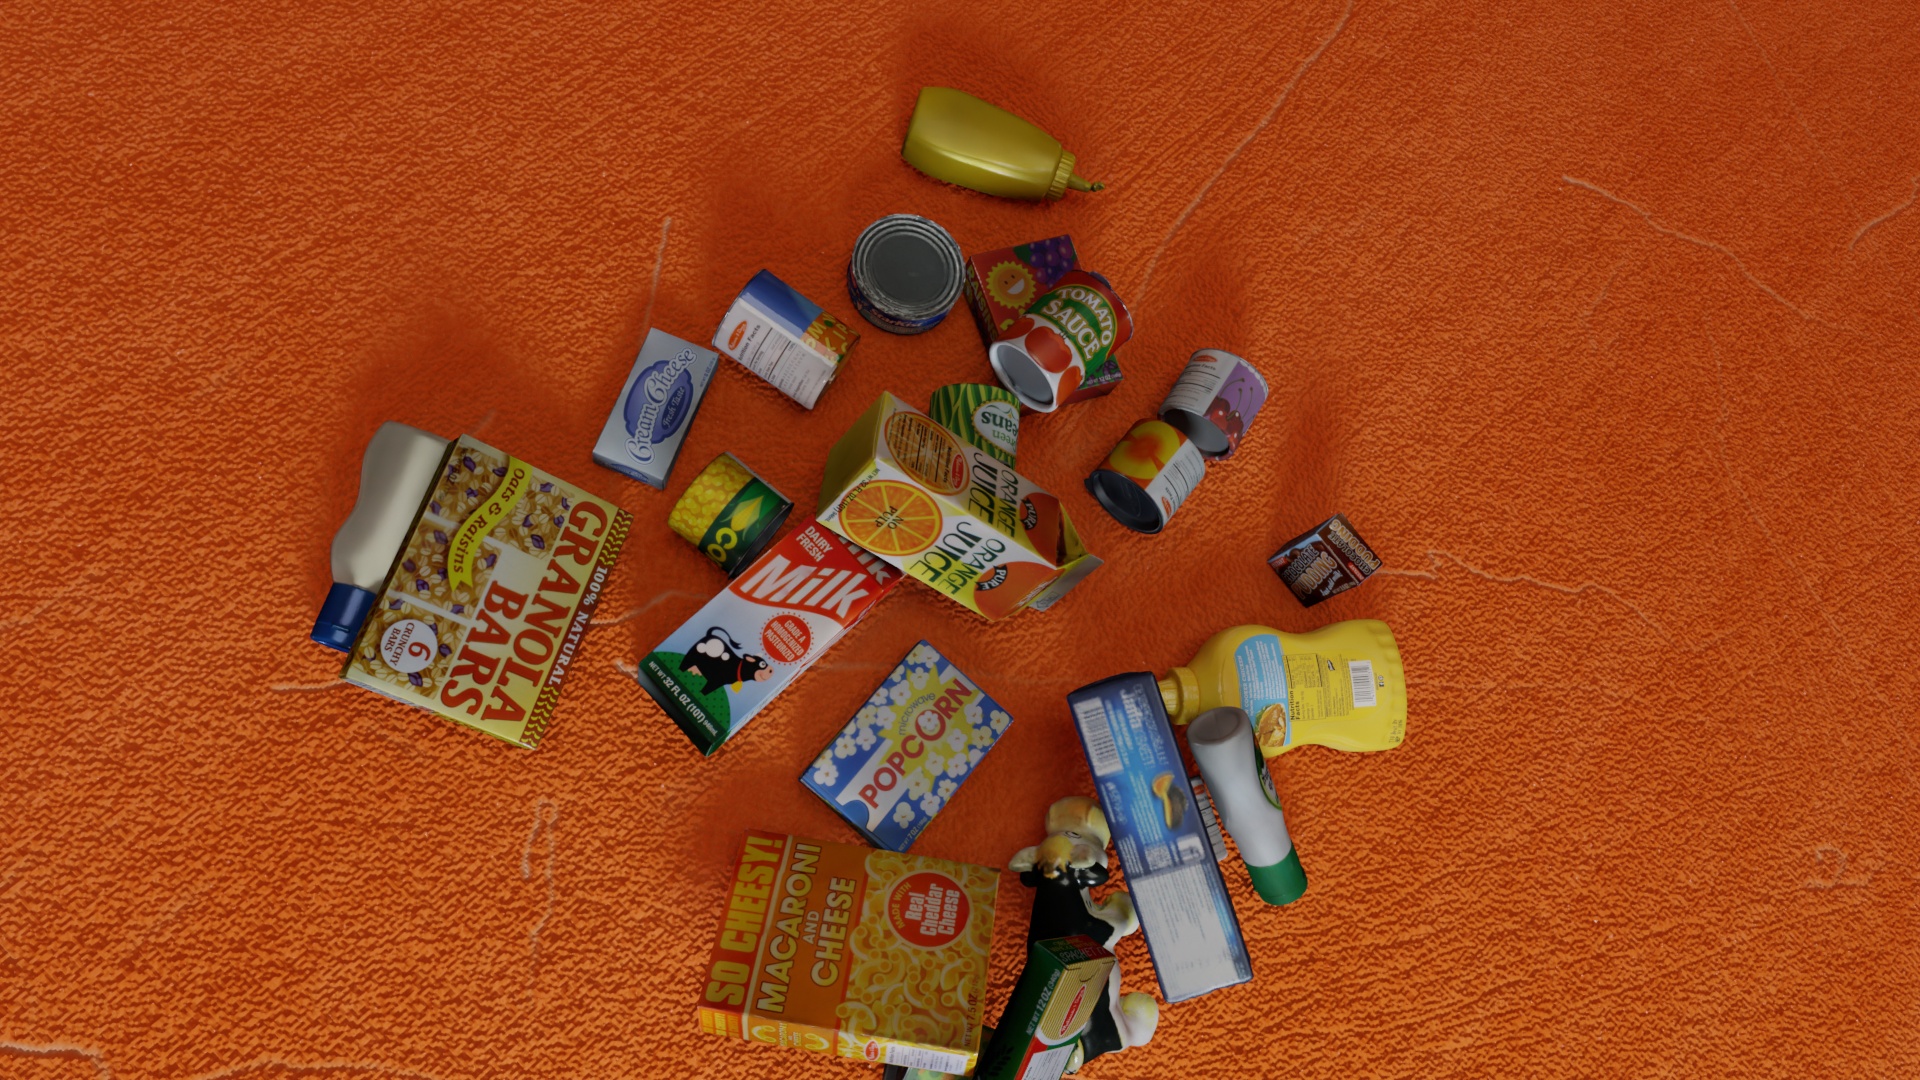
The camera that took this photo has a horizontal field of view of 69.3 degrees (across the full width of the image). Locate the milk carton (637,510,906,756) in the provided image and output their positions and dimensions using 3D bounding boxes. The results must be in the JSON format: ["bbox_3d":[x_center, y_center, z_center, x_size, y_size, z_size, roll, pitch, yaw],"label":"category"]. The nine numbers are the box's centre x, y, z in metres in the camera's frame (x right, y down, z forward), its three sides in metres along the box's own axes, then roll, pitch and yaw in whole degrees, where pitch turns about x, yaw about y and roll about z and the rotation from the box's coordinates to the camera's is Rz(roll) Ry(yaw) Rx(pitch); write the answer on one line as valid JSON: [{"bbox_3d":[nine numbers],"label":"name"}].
[{"bbox_3d":[-0.119,0.051,0.925,0.191,0.073,0.072,-42,87,-21],"label":"milk carton"}]

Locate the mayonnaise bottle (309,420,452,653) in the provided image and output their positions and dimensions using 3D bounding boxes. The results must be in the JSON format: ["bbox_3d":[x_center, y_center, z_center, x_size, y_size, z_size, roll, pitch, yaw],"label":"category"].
[{"bbox_3d":[-0.371,0.000,0.894,0.065,0.041,0.148,21,72,-12],"label":"mayonnaise bottle"}]

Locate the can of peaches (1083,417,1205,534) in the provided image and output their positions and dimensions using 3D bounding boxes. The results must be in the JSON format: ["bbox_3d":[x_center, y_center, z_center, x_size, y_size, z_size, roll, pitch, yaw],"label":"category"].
[{"bbox_3d":[0.136,-0.049,1.022,0.071,0.071,0.058,41,70,0],"label":"can of peaches"}]

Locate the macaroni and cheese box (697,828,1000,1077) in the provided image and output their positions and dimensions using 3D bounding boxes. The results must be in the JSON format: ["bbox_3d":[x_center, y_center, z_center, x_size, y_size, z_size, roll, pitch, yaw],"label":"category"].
[{"bbox_3d":[-0.066,0.253,0.859,0.166,0.040,0.124,9,47,1],"label":"macaroni and cheese box"}]

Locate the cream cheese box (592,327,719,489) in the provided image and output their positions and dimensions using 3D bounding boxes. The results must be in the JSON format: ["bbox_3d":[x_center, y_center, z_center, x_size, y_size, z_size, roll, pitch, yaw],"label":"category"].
[{"bbox_3d":[-0.212,-0.092,0.969,0.053,0.024,0.104,21,70,-6],"label":"cream cheese box"}]

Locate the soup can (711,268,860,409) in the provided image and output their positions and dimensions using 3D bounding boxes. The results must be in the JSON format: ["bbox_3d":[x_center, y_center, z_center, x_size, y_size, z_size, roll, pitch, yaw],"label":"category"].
[{"bbox_3d":[-0.121,-0.143,0.985,0.084,0.071,0.071,34,70,-4],"label":"soup can"}]

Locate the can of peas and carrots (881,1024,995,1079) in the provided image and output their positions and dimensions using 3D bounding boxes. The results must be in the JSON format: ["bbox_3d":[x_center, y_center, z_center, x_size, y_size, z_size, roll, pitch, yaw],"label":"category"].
[{"bbox_3d":[-0.011,0.333,0.873,0.059,0.070,0.071,24,70,-7],"label":"can of peas and carrots"}]

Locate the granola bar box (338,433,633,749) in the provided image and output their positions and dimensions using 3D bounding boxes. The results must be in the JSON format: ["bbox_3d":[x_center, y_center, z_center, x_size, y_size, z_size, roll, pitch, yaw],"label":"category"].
[{"bbox_3d":[-0.298,0.034,0.885,0.124,0.039,0.166,28,69,-26],"label":"granola bar box"}]

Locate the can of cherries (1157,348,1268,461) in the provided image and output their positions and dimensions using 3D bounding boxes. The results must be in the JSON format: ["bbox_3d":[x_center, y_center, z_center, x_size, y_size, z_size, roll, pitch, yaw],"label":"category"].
[{"bbox_3d":[0.192,-0.101,1.051,0.071,0.071,0.058,34,70,-3],"label":"can of cherries"}]

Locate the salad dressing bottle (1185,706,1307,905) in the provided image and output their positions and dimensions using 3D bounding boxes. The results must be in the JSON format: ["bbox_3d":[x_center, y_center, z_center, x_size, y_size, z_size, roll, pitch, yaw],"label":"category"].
[{"bbox_3d":[0.199,0.184,0.951,0.044,0.064,0.147,-21,113,10],"label":"salad dressing bottle"}]

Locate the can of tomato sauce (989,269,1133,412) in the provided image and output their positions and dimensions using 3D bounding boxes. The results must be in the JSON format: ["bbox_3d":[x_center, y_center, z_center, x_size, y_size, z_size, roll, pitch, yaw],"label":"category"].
[{"bbox_3d":[0.071,-0.142,0.987,0.071,0.071,0.083,45,71,1],"label":"can of tomato sauce"}]

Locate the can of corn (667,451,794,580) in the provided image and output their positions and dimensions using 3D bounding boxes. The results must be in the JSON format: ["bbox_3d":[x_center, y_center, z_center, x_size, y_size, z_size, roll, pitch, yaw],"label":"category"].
[{"bbox_3d":[-0.157,-0.016,0.938,0.058,0.071,0.071,39,69,0],"label":"can of corn"}]

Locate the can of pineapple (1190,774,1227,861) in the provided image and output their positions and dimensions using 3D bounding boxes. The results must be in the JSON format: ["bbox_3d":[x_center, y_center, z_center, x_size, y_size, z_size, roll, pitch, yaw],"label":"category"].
[{"bbox_3d":[0.142,0.199,0.953,0.071,0.070,0.058,-14,79,-17],"label":"can of pineapple"}]

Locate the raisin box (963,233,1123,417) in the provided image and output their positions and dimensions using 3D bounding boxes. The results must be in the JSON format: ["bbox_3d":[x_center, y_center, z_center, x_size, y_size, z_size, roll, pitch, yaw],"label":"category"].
[{"bbox_3d":[0.061,-0.162,1.049,0.086,0.040,0.123,-16,80,-17],"label":"raisin box"}]

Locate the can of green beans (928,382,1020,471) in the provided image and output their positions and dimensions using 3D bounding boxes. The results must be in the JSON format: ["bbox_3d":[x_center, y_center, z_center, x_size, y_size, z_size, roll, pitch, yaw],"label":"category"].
[{"bbox_3d":[0.008,-0.074,0.996,0.071,0.071,0.058,9,72,-11],"label":"can of green beans"}]

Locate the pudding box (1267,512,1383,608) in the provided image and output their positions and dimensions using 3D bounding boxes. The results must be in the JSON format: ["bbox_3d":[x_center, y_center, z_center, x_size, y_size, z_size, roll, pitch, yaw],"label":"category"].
[{"bbox_3d":[0.268,0.015,1.026,0.030,0.083,0.049,-37,87,-20],"label":"pudding box"}]

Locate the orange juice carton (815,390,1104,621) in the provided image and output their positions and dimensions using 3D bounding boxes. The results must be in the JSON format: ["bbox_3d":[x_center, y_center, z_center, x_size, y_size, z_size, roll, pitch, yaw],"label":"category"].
[{"bbox_3d":[0.003,-0.012,0.947,0.192,0.071,0.073,31,39,-22],"label":"orange juice carton"}]

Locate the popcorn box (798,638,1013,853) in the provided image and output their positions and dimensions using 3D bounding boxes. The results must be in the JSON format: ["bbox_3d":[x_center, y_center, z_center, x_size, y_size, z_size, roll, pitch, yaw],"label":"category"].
[{"bbox_3d":[-0.036,0.141,0.939,0.085,0.038,0.127,42,69,-1],"label":"popcorn box"}]

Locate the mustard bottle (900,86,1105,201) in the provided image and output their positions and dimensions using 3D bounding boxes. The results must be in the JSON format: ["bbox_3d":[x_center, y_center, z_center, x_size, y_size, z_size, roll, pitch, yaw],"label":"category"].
[{"bbox_3d":[0.036,-0.297,1.076,0.160,0.048,0.065,19,71,-9],"label":"mustard bottle"}]

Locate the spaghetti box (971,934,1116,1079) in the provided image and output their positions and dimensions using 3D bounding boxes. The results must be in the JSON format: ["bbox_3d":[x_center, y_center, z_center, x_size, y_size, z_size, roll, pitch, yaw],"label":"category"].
[{"bbox_3d":[0.021,0.349,0.827,0.050,0.029,0.249,12,105,-47],"label":"spaghetti box"}]
